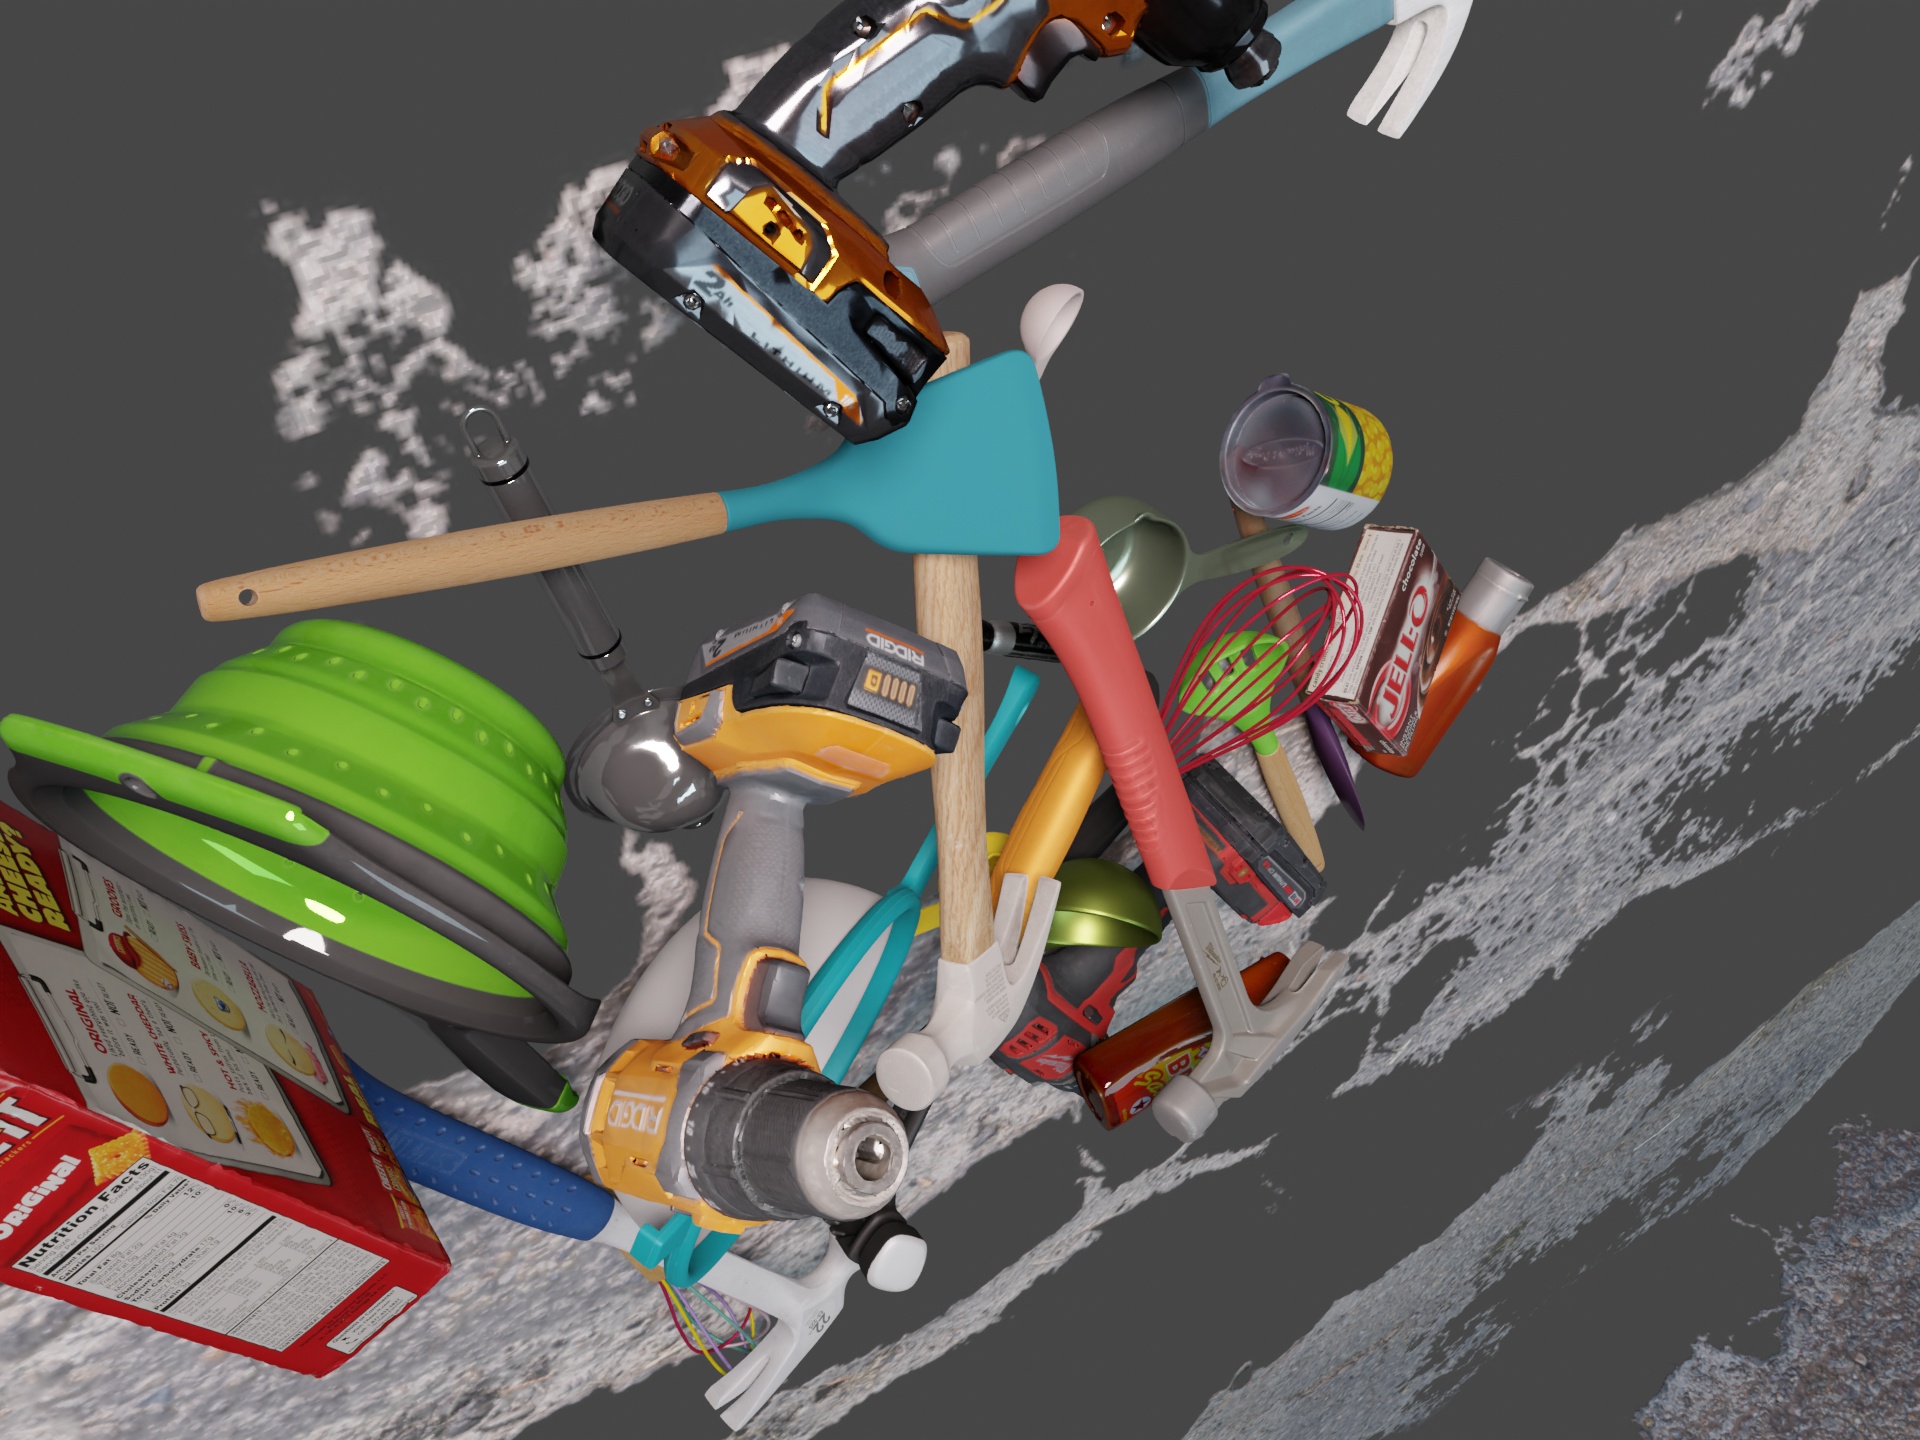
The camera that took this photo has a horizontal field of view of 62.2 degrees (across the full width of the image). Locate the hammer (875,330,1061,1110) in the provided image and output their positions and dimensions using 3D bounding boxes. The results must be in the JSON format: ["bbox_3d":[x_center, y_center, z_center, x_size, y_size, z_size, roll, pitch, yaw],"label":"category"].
[{"bbox_3d":[-0.001,-0.002,0.704,0.130,0.031,0.331,-31,123,-55],"label":"hammer"}]

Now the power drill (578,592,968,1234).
[{"bbox_3d":[-0.062,0.072,0.587,0.084,0.185,0.226,21,71,-29],"label":"power drill"}]

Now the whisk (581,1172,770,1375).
[{"bbox_3d":[-0.170,0.328,0.944,0.047,0.051,0.244,-51,142,-26],"label":"whisk"}]

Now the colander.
[{"bbox_3d":[-0.203,0.067,0.630,0.396,0.204,0.094,83,25,-63],"label":"colander"}]

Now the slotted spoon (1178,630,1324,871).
[{"bbox_3d":[0.195,0.028,0.997,0.070,0.031,0.313,-29,144,6],"label":"slotted spoon"}]

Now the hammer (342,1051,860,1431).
[{"bbox_3d":[-0.187,0.270,0.836,0.144,0.035,0.405,-54,136,-10],"label":"hammer"}]

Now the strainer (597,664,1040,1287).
[{"bbox_3d":[-0.079,0.100,0.778,0.340,0.095,0.211,-59,171,-15],"label":"strainer"}]

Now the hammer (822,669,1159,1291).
[{"bbox_3d":[0.010,0.119,0.833,0.034,0.127,0.337,24,95,-32],"label":"hammer"}]

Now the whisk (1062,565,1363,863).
[{"bbox_3d":[0.108,0.022,0.865,0.073,0.073,0.295,6,135,-44],"label":"whisk"}]

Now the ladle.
[{"bbox_3d":[-0.012,0.189,0.903,0.078,0.062,0.320,27,116,-40],"label":"ladle"}]

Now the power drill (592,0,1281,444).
[{"bbox_3d":[0.001,-0.210,0.540,0.164,0.084,0.226,34,98,-29],"label":"power drill"}]

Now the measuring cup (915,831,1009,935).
[{"bbox_3d":[-0.031,0.103,0.875,0.156,0.029,0.062,-18,131,-14],"label":"measuring cup"}]

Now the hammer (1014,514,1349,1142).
[{"bbox_3d":[0.109,0.049,0.798,0.149,0.037,0.358,-42,128,-26],"label":"hammer"}]

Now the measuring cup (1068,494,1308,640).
[{"bbox_3d":[0.109,-0.086,0.811,0.167,0.038,0.083,-17,134,-32],"label":"measuring cup"}]

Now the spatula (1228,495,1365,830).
[{"bbox_3d":[0.203,-0.029,0.940,0.018,0.060,0.315,-28,136,4],"label":"spatula"}]

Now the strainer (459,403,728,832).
[{"bbox_3d":[-0.144,-0.022,0.647,0.087,0.050,0.258,-26,135,-7],"label":"strainer"}]

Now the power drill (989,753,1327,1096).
[{"bbox_3d":[0.117,0.146,0.999,0.226,0.080,0.187,-43,141,3],"label":"power drill"}]

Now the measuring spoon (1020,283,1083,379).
[{"bbox_3d":[0.018,-0.139,0.688,0.034,0.018,0.124,-46,170,-46],"label":"measuring spoon"}]

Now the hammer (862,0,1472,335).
[{"bbox_3d":[0.084,-0.248,0.647,0.331,0.033,0.128,-34,139,-12],"label":"hammer"}]

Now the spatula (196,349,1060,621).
[{"bbox_3d":[-0.109,-0.074,0.585,0.317,0.044,0.082,-15,103,-28],"label":"spatula"}]
